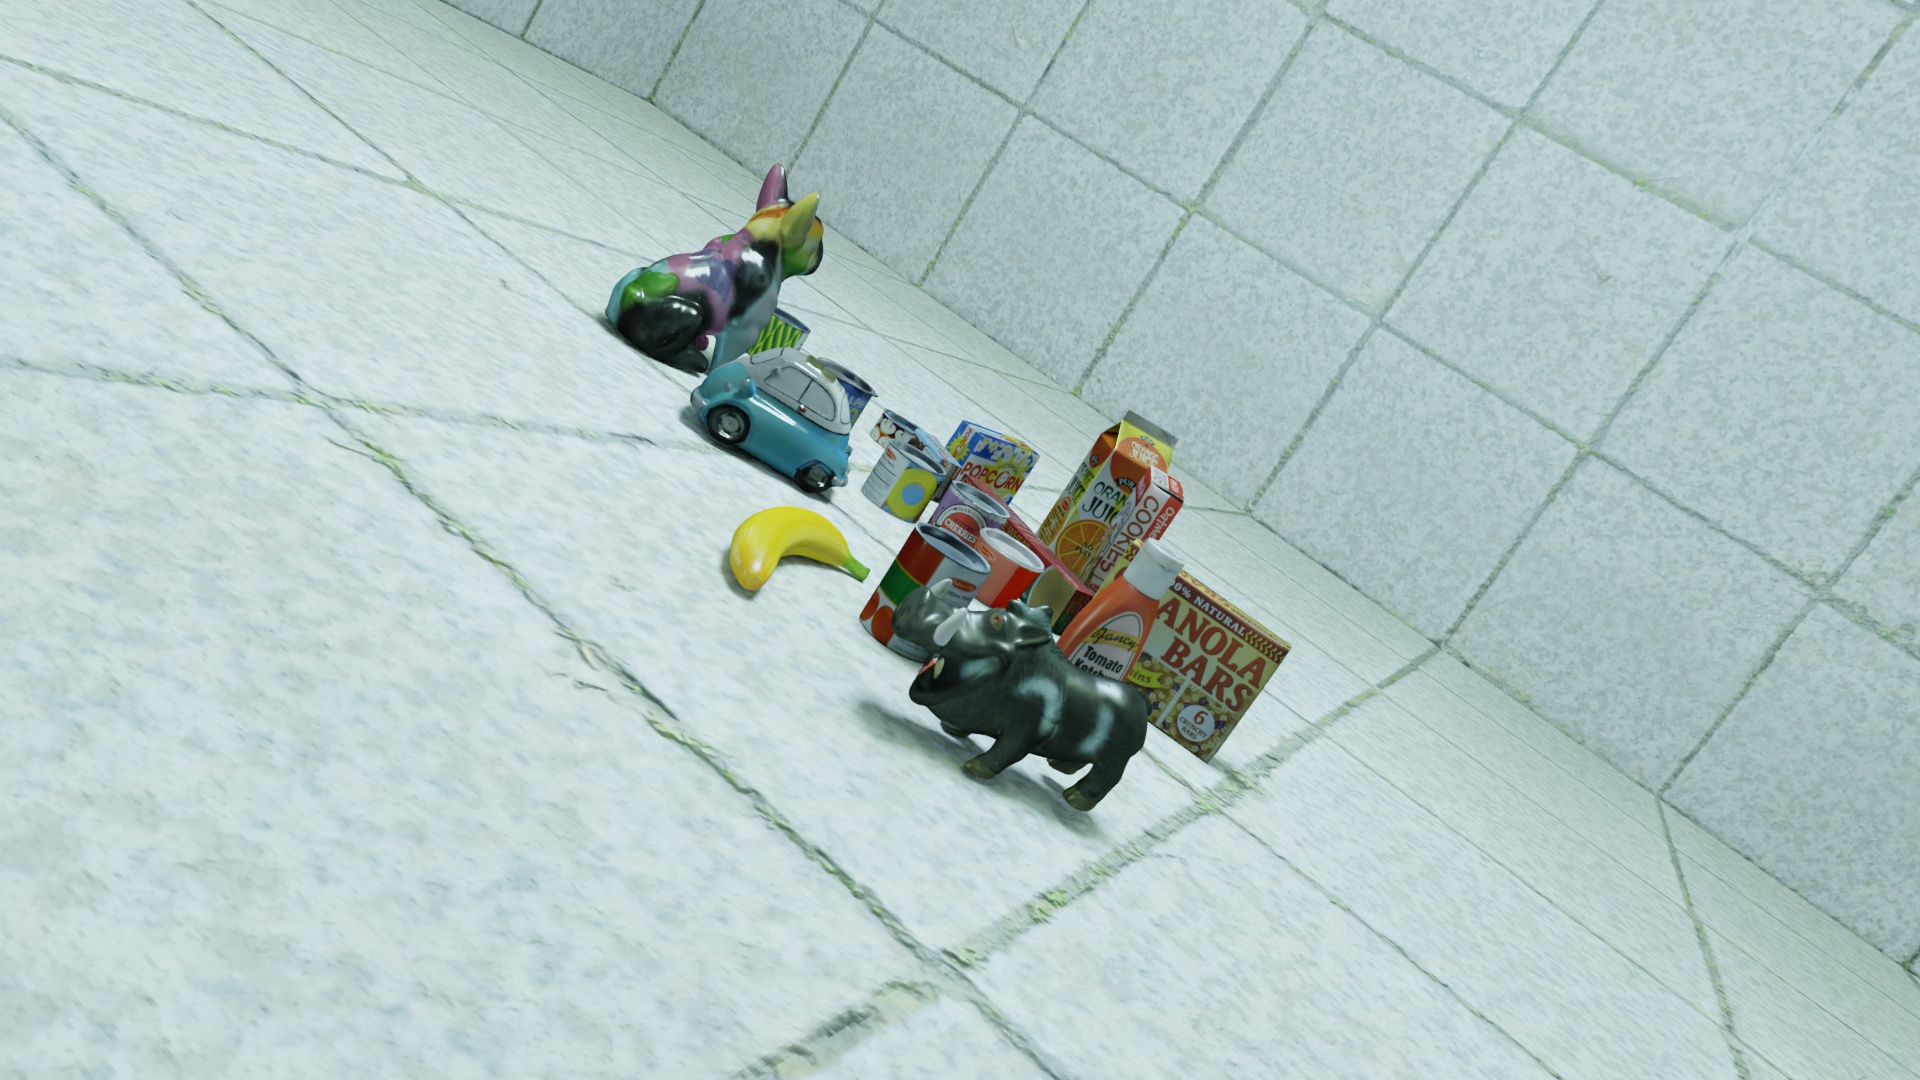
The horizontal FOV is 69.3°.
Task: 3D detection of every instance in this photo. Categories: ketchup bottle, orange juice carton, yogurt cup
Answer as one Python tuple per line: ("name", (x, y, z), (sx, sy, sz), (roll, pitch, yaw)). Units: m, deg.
("ketchup bottle", (0.126, 0.068, 1.128), (0.064, 0.148, 0.044), (28, 13, -18))
("orange juice carton", (0.163, -0.050, 1.544), (0.072, 0.192, 0.073), (29, 13, -16))
("yogurt cup", (0.035, 0.028, 1.269), (0.072, 0.054, 0.072), (31, 13, -8))

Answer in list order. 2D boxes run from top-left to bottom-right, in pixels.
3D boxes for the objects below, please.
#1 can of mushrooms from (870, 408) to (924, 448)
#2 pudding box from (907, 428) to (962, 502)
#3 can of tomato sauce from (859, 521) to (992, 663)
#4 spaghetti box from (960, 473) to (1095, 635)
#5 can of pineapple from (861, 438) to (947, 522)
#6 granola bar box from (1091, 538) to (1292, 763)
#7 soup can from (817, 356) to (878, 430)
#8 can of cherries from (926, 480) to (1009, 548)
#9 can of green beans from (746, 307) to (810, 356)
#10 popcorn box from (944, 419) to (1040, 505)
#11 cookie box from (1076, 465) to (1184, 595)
("can of mushrooms", (-0.071, -0.123, 1.618), (0.071, 0.033, 0.071), (31, 13, -8))
("pudding box", (-0.036, -0.083, 1.520), (0.030, 0.049, 0.084), (24, 15, -33))
("can of tomato sauce", (-0.027, 0.038, 1.027), (0.071, 0.083, 0.071), (31, 13, -8))
("spaghetti box", (0.053, 0.010, 1.388), (0.028, 0.050, 0.251), (23, 16, -37))
("can of pineapple", (-0.054, -0.058, 1.368), (0.071, 0.057, 0.071), (31, 13, -8))
("granola bar box", (0.186, 0.096, 1.220), (0.166, 0.124, 0.039), (36, 13, 13))
("soup can", (-0.133, -0.129, 1.389), (0.071, 0.083, 0.071), (31, 13, -8))
("can of cherries", (0.005, -0.017, 1.355), (0.071, 0.058, 0.072), (31, 13, -8))
("can of green beans", (-0.220, -0.241, 1.648), (0.071, 0.057, 0.071), (31, 13, -8))
("popcorn box", (0.026, -0.082, 1.582), (0.038, 0.085, 0.127), (41, 15, 32))
("cookie box", (0.159, 0.011, 1.369), (0.040, 0.167, 0.123), (33, 13, 0))
